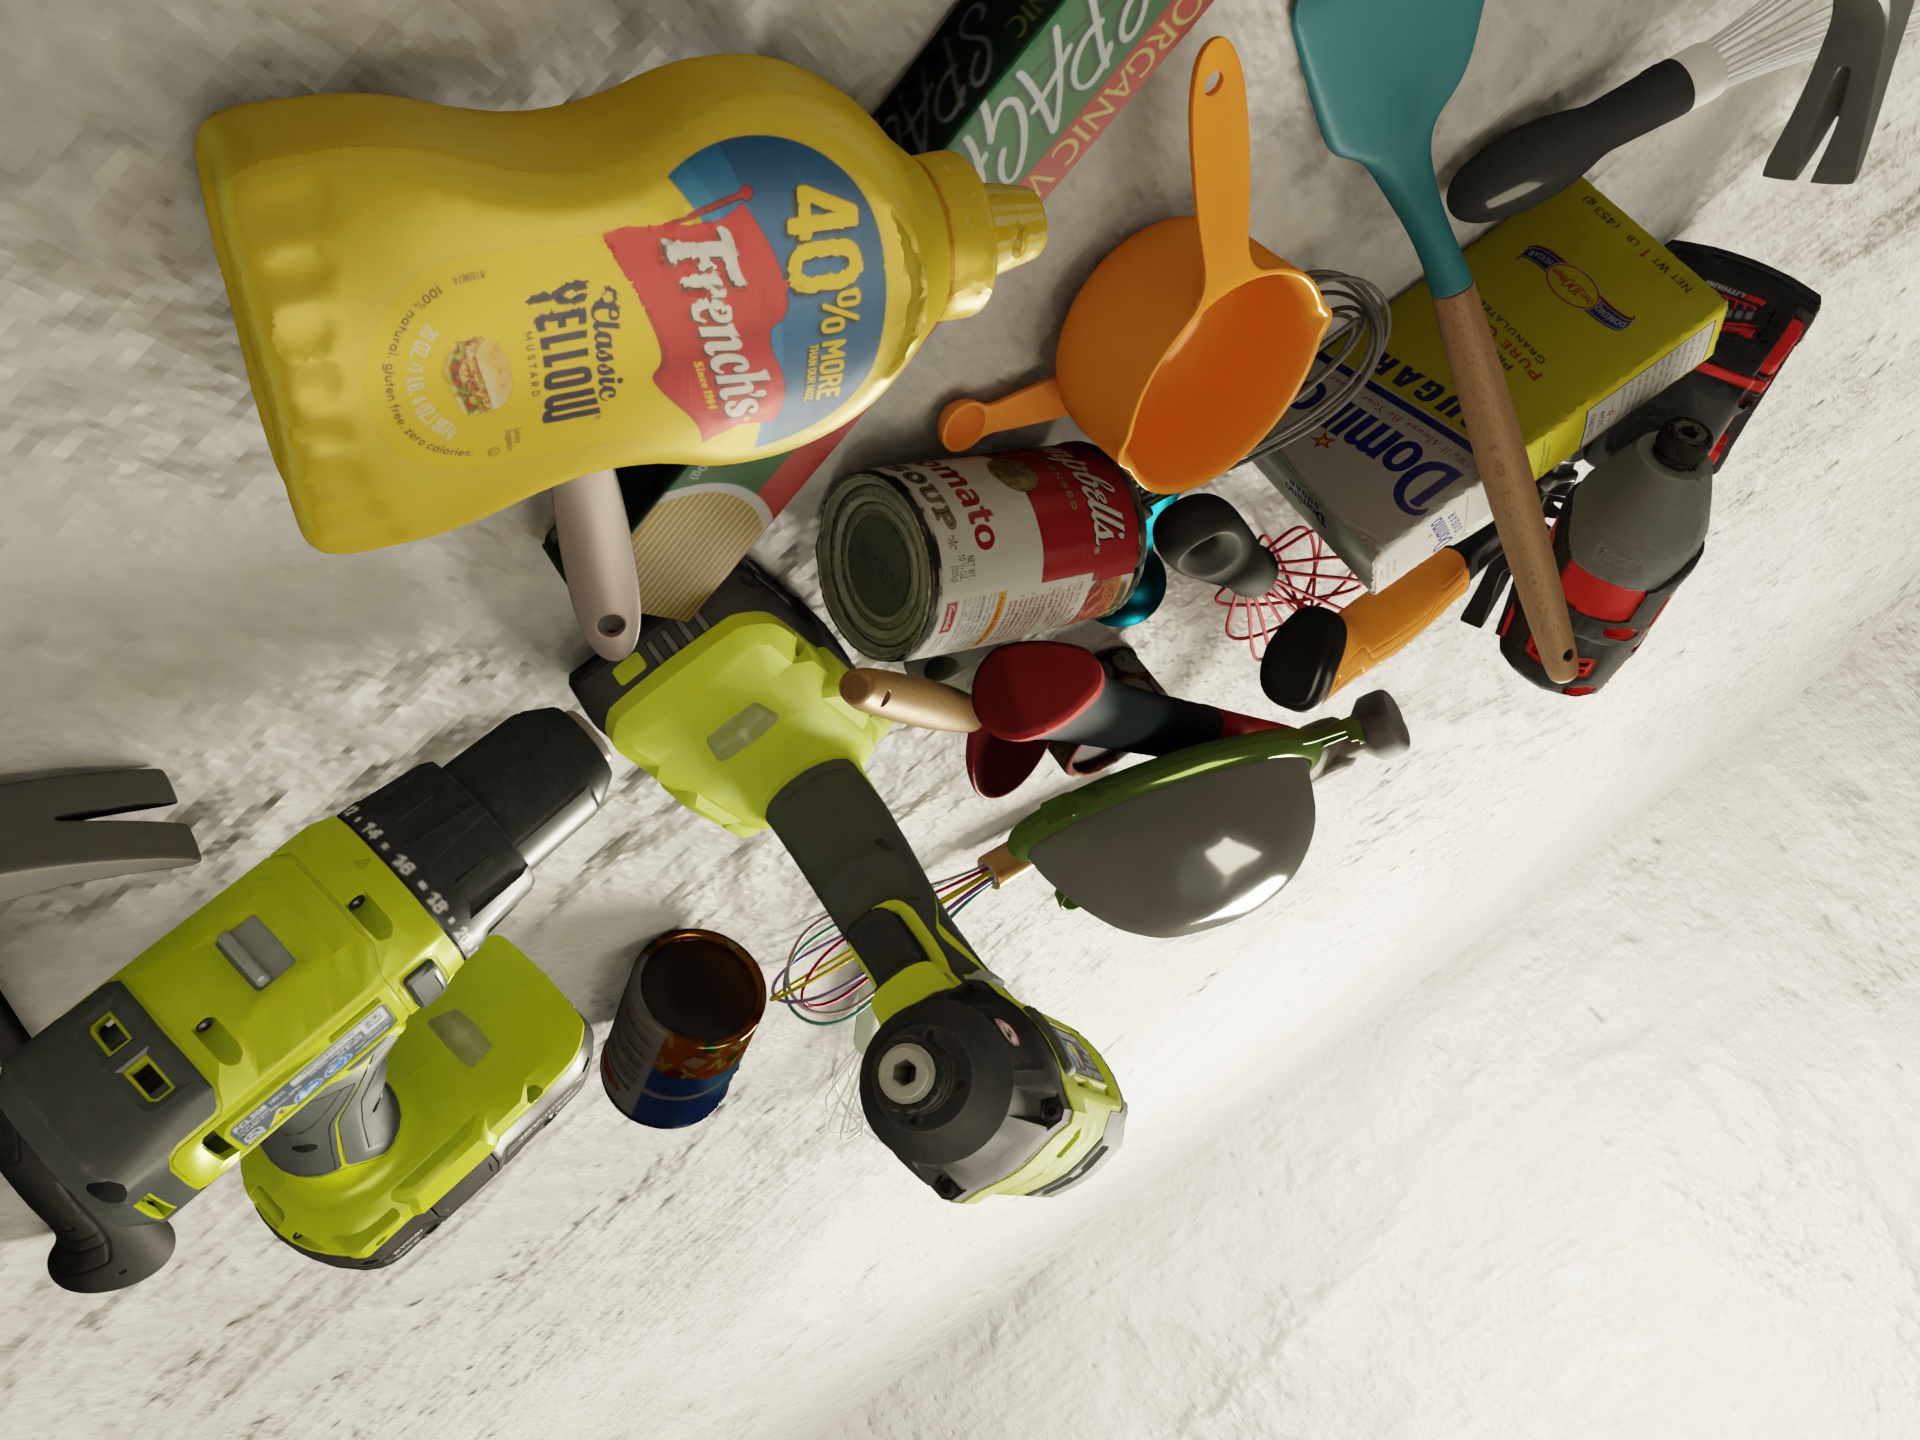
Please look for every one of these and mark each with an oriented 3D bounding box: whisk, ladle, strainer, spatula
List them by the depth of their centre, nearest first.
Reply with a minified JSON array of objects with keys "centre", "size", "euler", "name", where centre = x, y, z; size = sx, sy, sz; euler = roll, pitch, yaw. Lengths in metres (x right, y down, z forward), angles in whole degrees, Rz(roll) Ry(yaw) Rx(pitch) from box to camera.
[{"centre":[0.192,-0.133,0.582],"size":[0.082,0.044,0.317],"euler":[-33,121,-6],"name":"spatula"},{"centre":[0.313,-0.266,0.622],"size":[0.284,0.070,0.070],"euler":[-29,156,-3],"name":"whisk"},{"centre":[0.066,-0.090,0.628],"size":[0.239,0.055,0.055],"euler":[-39,157,18],"name":"whisk"},{"centre":[-0.001,-0.002,0.630],"size":[0.315,0.031,0.069],"euler":[14,98,-78],"name":"ladle"},{"centre":[0.131,-0.062,0.698],"size":[0.073,0.073,0.295],"euler":[-42,164,14],"name":"whisk"},{"centre":[0.092,0.079,0.772],"size":[0.151,0.069,0.256],"euler":[-14,163,-15],"name":"strainer"},{"centre":[0.000,0.097,0.890],"size":[0.245,0.051,0.047],"euler":[-28,150,-23],"name":"whisk"},{"centre":[-0.056,0.209,1.019],"size":[0.058,0.059,0.246],"euler":[-36,155,-29],"name":"whisk"}]

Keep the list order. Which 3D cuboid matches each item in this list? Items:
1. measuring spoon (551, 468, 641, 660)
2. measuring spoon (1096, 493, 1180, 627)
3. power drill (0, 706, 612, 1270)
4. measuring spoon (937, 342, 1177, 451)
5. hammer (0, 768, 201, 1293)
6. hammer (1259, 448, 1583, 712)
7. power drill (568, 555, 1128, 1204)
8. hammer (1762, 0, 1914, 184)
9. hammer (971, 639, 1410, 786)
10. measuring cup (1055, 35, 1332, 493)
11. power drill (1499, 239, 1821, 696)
[{"centre":[-0.103,-0.061,0.438],"size":[0.034,0.018,0.124],"euler":[-10,133,-11],"name":"measuring spoon"},{"centre":[0.088,-0.080,0.699],"size":[0.042,0.021,0.128],"euler":[-24,155,-26],"name":"measuring spoon"},{"centre":[-0.194,0.099,0.550],"size":[0.190,0.080,0.228],"euler":[-42,165,-23],"name":"power drill"},{"centre":[0.037,-0.121,0.574],"size":[0.117,0.011,0.021],"euler":[-25,143,-31],"name":"measuring spoon"},{"centre":[-0.312,0.128,0.536],"size":[0.146,0.035,0.334],"euler":[-22,153,-26],"name":"hammer"},{"centre":[0.230,-0.061,0.780],"size":[0.337,0.034,0.127],"euler":[-27,137,-50],"name":"hammer"},{"centre":[-0.035,0.056,0.536],"size":[0.080,0.223,0.171],"euler":[-37,156,3],"name":"power drill"},{"centre":[0.185,-0.240,0.466],"size":[0.405,0.035,0.144],"euler":[-11,116,-36],"name":"hammer"},{"centre":[0.097,0.012,0.750],"size":[0.143,0.038,0.386],"euler":[-26,163,25],"name":"hammer"},{"centre":[0.069,-0.151,0.512],"size":[0.095,0.052,0.173],"euler":[-35,148,-13],"name":"measuring cup"},{"centre":[0.326,-0.125,0.745],"size":[0.220,0.078,0.143],"euler":[-53,163,-36],"name":"power drill"}]
